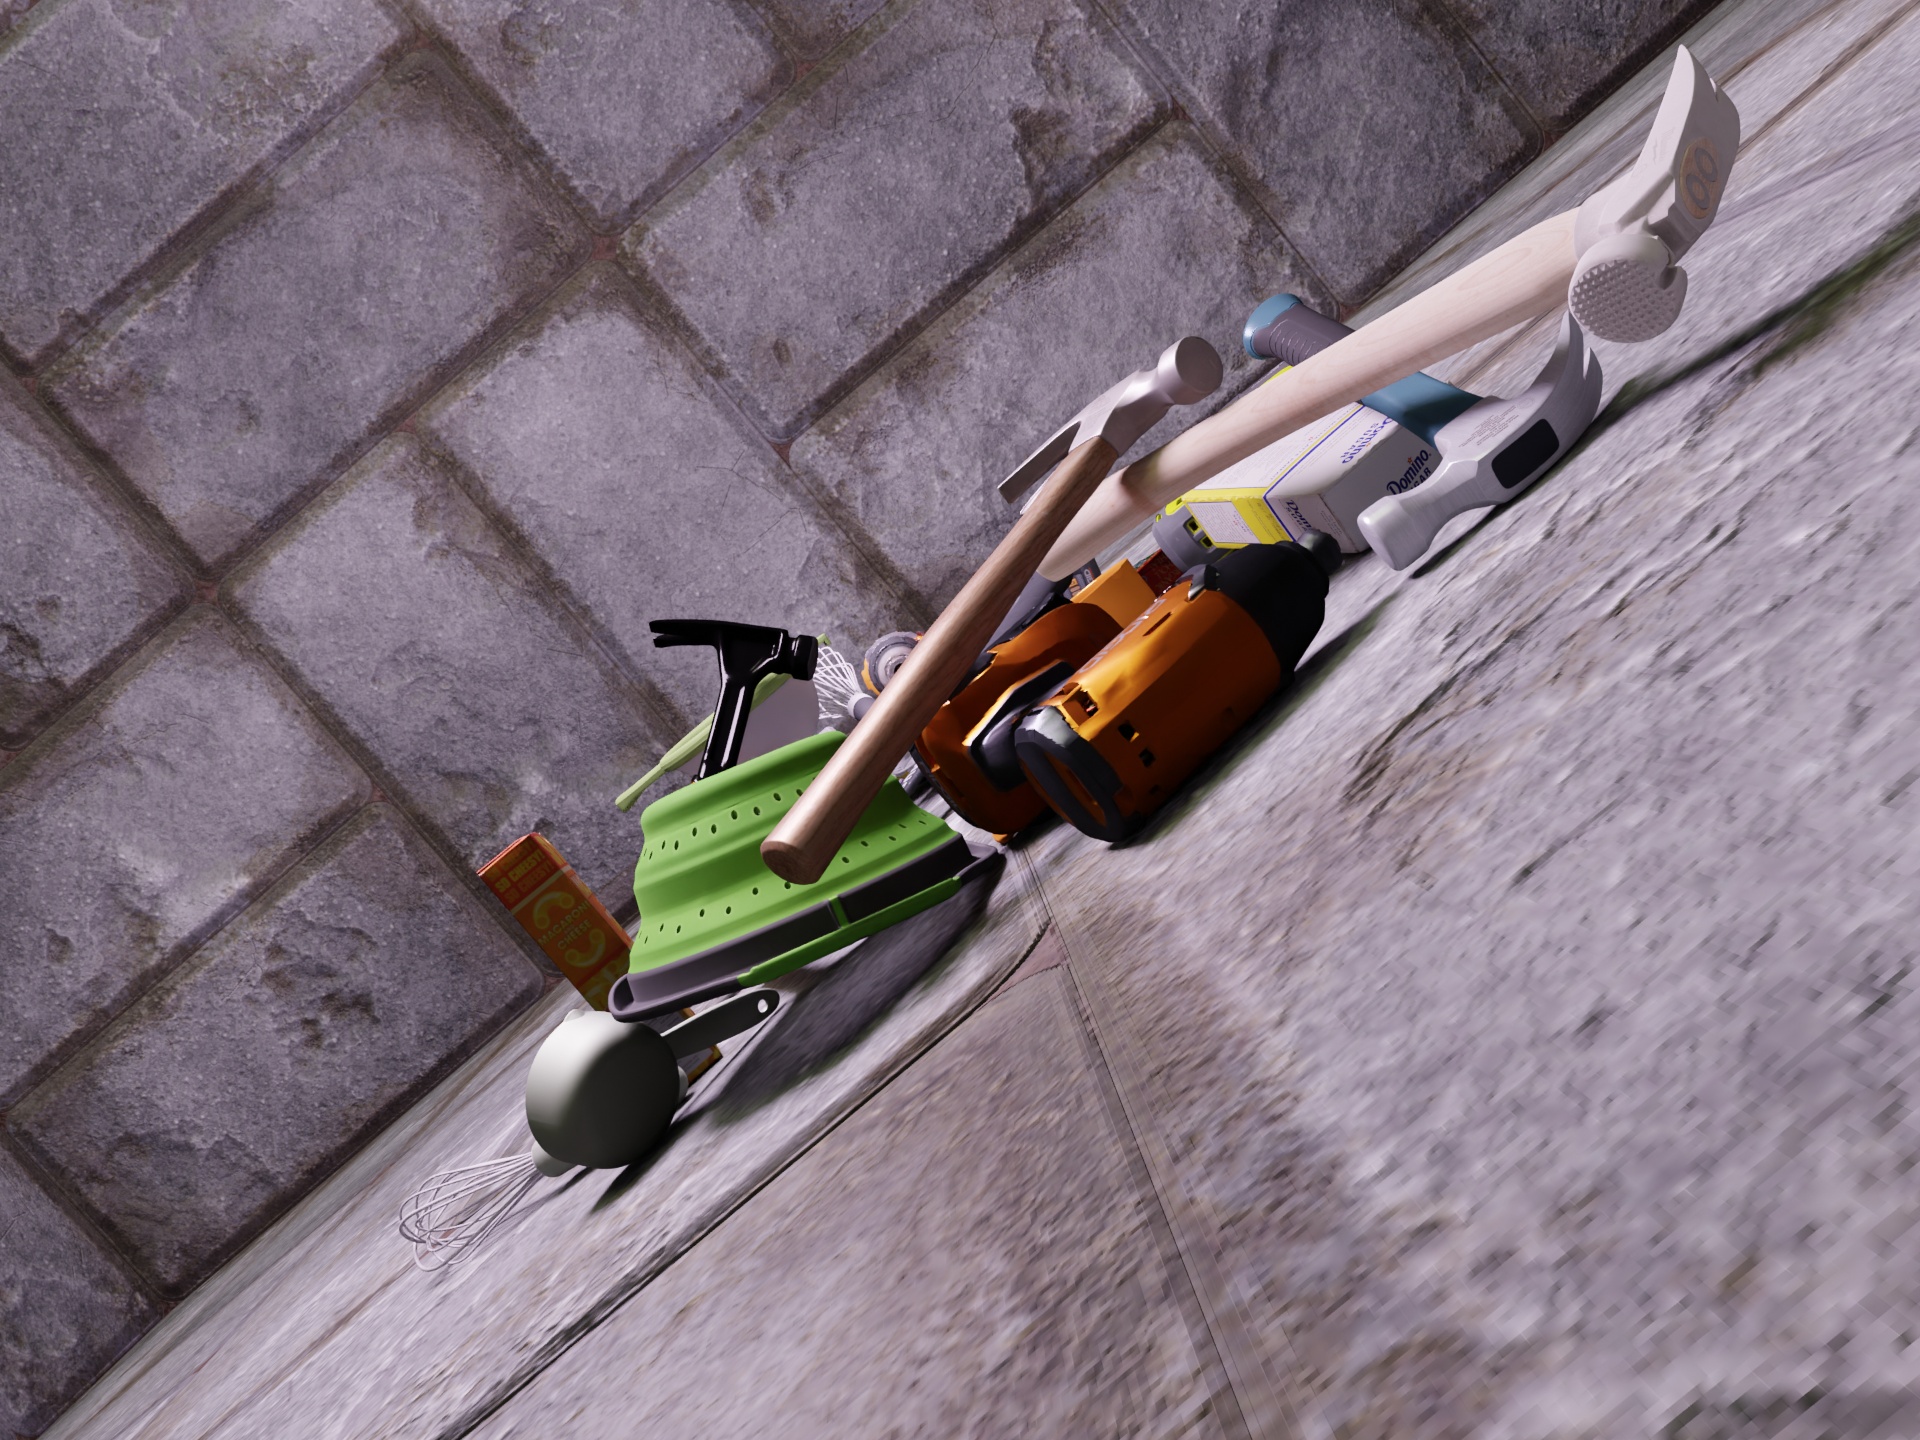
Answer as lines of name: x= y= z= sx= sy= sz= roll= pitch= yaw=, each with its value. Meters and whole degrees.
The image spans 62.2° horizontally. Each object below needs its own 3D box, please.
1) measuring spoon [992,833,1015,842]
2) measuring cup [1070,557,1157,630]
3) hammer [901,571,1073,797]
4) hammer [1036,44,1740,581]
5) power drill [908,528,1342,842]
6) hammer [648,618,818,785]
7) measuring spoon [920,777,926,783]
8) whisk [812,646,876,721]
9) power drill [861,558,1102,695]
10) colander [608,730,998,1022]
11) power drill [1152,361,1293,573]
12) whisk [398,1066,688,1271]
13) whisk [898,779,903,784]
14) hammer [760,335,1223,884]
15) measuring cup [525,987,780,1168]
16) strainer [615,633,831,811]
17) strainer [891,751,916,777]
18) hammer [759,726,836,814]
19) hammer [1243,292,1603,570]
measuring spoon: x=0.028 y=0.050 z=0.870 sx=0.021 sy=0.011 sz=0.117 roll=-40 pitch=8 yaw=8
measuring cup: x=0.079 y=-0.046 z=1.117 sx=0.174 sy=0.052 sz=0.095 roll=-46 pitch=7 yaw=-39
hammer: x=-0.002 y=-0.004 z=1.135 sx=0.149 sy=0.036 sz=0.409 roll=-37 pitch=12 yaw=42
hammer: x=0.162 y=-0.156 z=0.742 sx=0.410 sy=0.038 sz=0.146 roll=-23 pitch=32 yaw=54
power drill: x=0.072 y=-0.018 z=0.725 sx=0.164 sy=0.084 sz=0.226 roll=-41 pitch=9 yaw=-16
hammer: x=-0.190 y=0.073 z=1.117 sx=0.034 sy=0.127 sz=0.337 roll=94 pitch=-176 yaw=-59
measuring spoon: x=-0.054 y=0.072 z=1.326 sx=0.034 sy=0.018 sz=0.124 roll=-28 pitch=5 yaw=39
whisk: x=-0.092 y=-0.017 z=1.324 sx=0.070 sy=0.070 sz=0.285 roll=-41 pitch=23 yaw=-10
power drill: x=0.019 y=-0.079 z=1.396 sx=0.226 sy=0.084 sz=0.185 roll=-24 pitch=4 yaw=-1
colander: x=-0.115 y=0.075 z=0.866 sx=0.204 sy=0.094 sz=0.397 roll=-23 pitch=0 yaw=-18
power drill: x=0.237 y=-0.205 z=1.225 sx=0.171 sy=0.080 sz=0.223 roll=-39 pitch=8 yaw=23
whisk: x=-0.240 y=0.253 z=0.909 sx=0.246 sy=0.057 sz=0.059 roll=-35 pitch=41 yaw=27
whisk: x=-0.122 y=0.087 z=1.411 sx=0.245 sy=0.051 sz=0.047 roll=-37 pitch=-23 yaw=-43
hammer: x=0.009 y=-0.054 z=0.756 sx=0.331 sy=0.031 sz=0.130 roll=-54 pitch=16 yaw=-29
measuring cup: x=-0.146 y=0.175 z=0.826 sx=0.038 sy=0.083 sz=0.167 roll=0 pitch=14 yaw=42
strainer: x=-0.199 y=0.035 z=1.317 sx=0.256 sy=0.069 sz=0.151 roll=-35 pitch=9 yaw=38
strainer: x=-0.069 y=0.060 z=1.247 sx=0.258 sy=0.050 sz=0.087 roll=-38 pitch=9 yaw=0
hammer: x=-0.124 y=0.051 z=1.245 sx=0.144 sy=0.035 sz=0.405 roll=-40 pitch=5 yaw=-11
hammer: x=0.204 y=-0.169 z=0.790 sx=0.128 sy=0.033 sz=0.331 roll=-36 pitch=23 yaw=8
